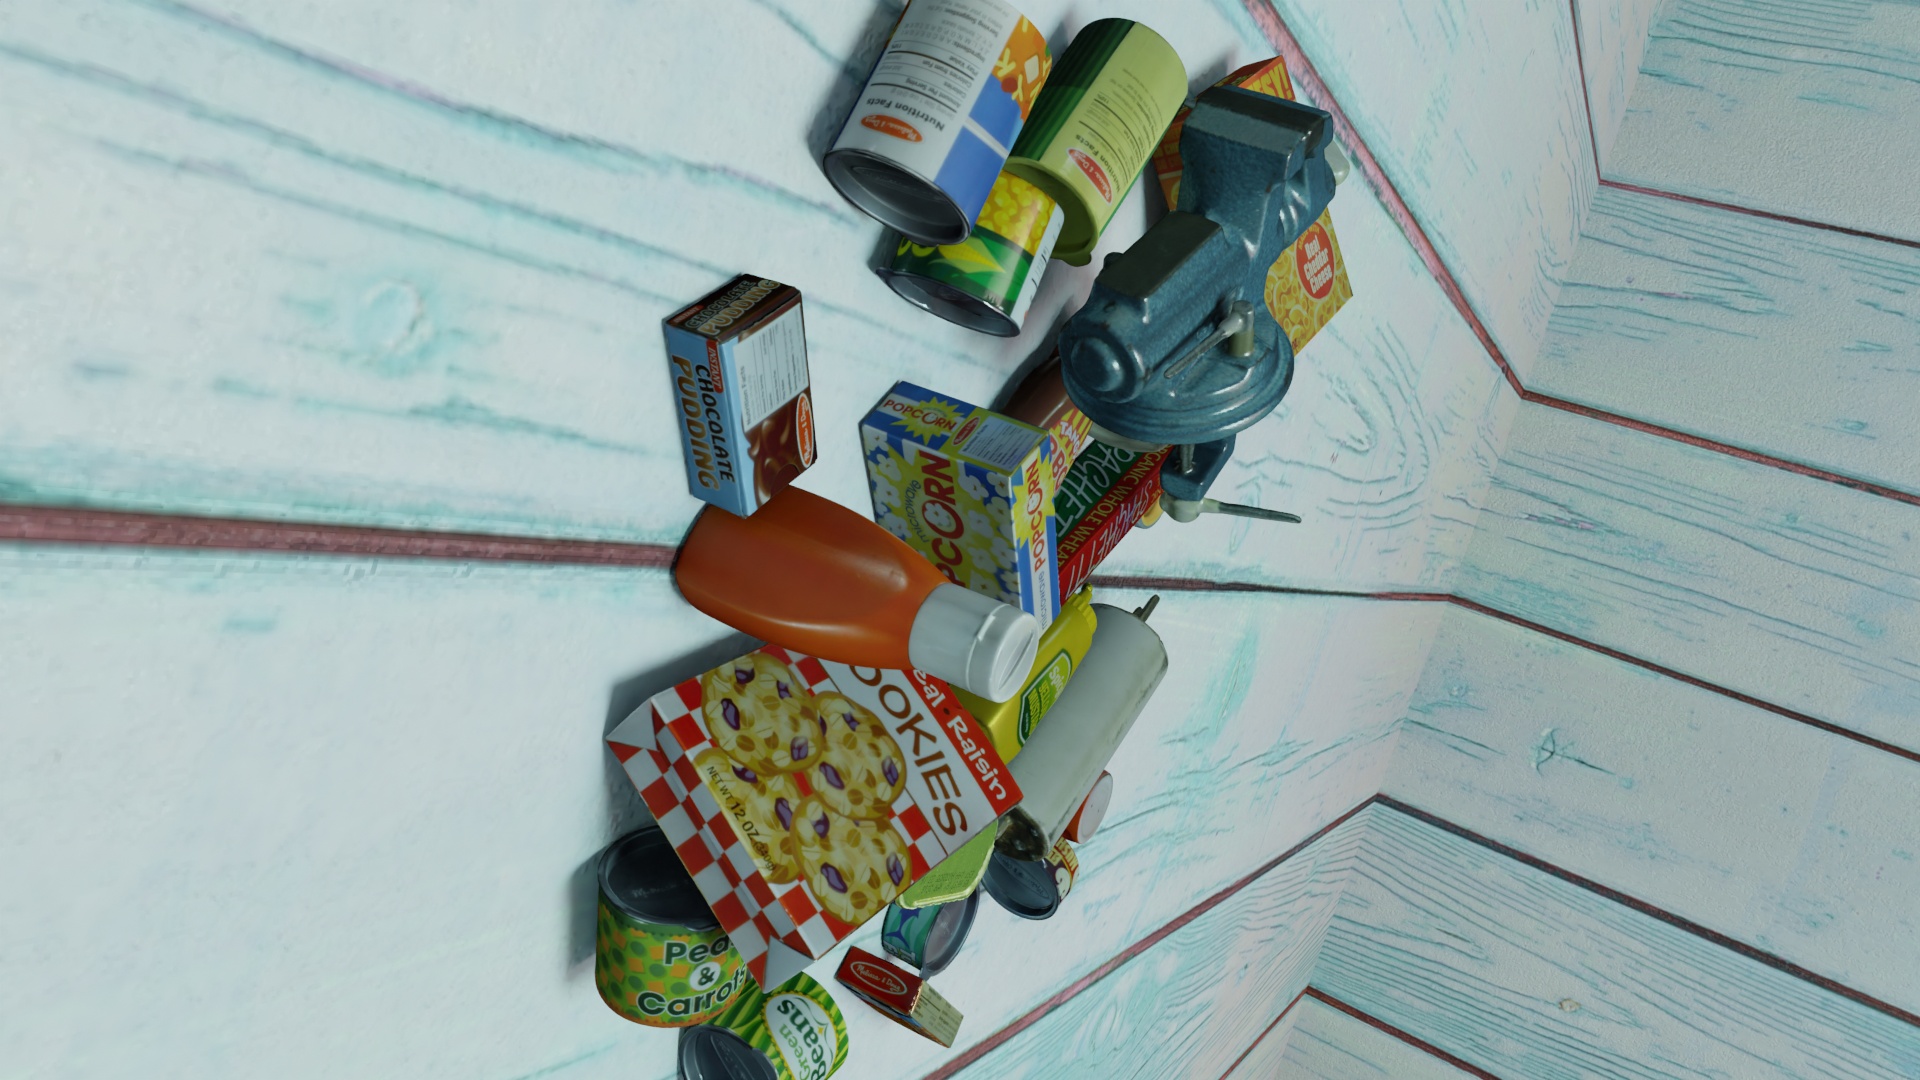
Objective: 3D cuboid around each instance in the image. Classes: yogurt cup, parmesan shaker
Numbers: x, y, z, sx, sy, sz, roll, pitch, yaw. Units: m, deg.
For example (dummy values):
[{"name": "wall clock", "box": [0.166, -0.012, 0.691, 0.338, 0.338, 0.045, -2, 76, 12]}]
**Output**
[{"name": "yogurt cup", "box": [0.074, 0.182, 0.995, 0.073, 0.054, 0.072, -43, 143, -43]}, {"name": "parmesan shaker", "box": [0.063, -0.197, 0.687, 0.103, 0.071, 0.071, -58, 152, -22]}]

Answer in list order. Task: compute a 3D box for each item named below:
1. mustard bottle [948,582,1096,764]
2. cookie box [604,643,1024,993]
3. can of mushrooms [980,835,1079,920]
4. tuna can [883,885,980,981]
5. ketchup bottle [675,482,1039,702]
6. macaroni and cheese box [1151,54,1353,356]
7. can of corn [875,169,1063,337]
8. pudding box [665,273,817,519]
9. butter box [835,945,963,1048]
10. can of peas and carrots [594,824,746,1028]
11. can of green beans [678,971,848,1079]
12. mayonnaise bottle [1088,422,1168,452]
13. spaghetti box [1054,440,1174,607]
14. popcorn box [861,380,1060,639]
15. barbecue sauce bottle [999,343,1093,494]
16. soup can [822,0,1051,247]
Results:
[{"name": "mustard bottle", "box": [0.045, 0.074, 0.869, 0.161, 0.049, 0.065, -47, 148, -37]}, {"name": "cookie box", "box": [-0.056, 0.102, 0.617, 0.040, 0.123, 0.168, -40, 170, 33]}, {"name": "can of mushrooms", "box": [0.048, 0.226, 0.961, 0.034, 0.071, 0.070, -41, 142, -45]}, {"name": "tuna can", "box": [-0.020, 0.242, 0.886, 0.071, 0.033, 0.070, -42, 143, -43]}, {"name": "ketchup bottle", "box": [-0.041, 0.022, 0.557, 0.065, 0.149, 0.043, -57, 150, -23]}, {"name": "macaroni and cheese box", "box": [0.184, -0.202, 0.873, 0.124, 0.040, 0.166, -42, 118, -39]}, {"name": "can of corn", "box": [0.005, -0.133, 0.629, 0.071, 0.071, 0.058, 30, 81, -63]}, {"name": "pudding box", "box": [-0.085, -0.057, 0.550, 0.050, 0.030, 0.083, -45, 145, -41]}, {"name": "butter box", "box": [-0.036, 0.285, 0.863, 0.024, 0.053, 0.103, -61, 153, -21]}, {"name": "can of peas and carrots", "box": [-0.121, 0.166, 0.595, 0.071, 0.071, 0.058, -28, 133, -53]}, {"name": "can of green beans", "box": [-0.099, 0.261, 0.710, 0.058, 0.071, 0.071, -29, 134, -53]}, {"name": "mayonnaise bottle", "box": [0.132, -0.106, 0.893, 0.149, 0.065, 0.041, -43, 143, -48]}, {"name": "spaghetti box", "box": [0.059, 0.001, 0.843, 0.251, 0.050, 0.028, -44, 146, -41]}, {"name": "popcorn box", "box": [0.002, -0.009, 0.688, 0.038, 0.085, 0.126, -48, 147, -35]}, {"name": "barbecue sauce bottle", "box": [0.047, -0.064, 0.780, 0.149, 0.044, 0.064, -59, 151, -21]}, {"name": "soup can", "box": [-0.008, -0.174, 0.572, 0.084, 0.071, 0.071, -64, 153, -10]}]
